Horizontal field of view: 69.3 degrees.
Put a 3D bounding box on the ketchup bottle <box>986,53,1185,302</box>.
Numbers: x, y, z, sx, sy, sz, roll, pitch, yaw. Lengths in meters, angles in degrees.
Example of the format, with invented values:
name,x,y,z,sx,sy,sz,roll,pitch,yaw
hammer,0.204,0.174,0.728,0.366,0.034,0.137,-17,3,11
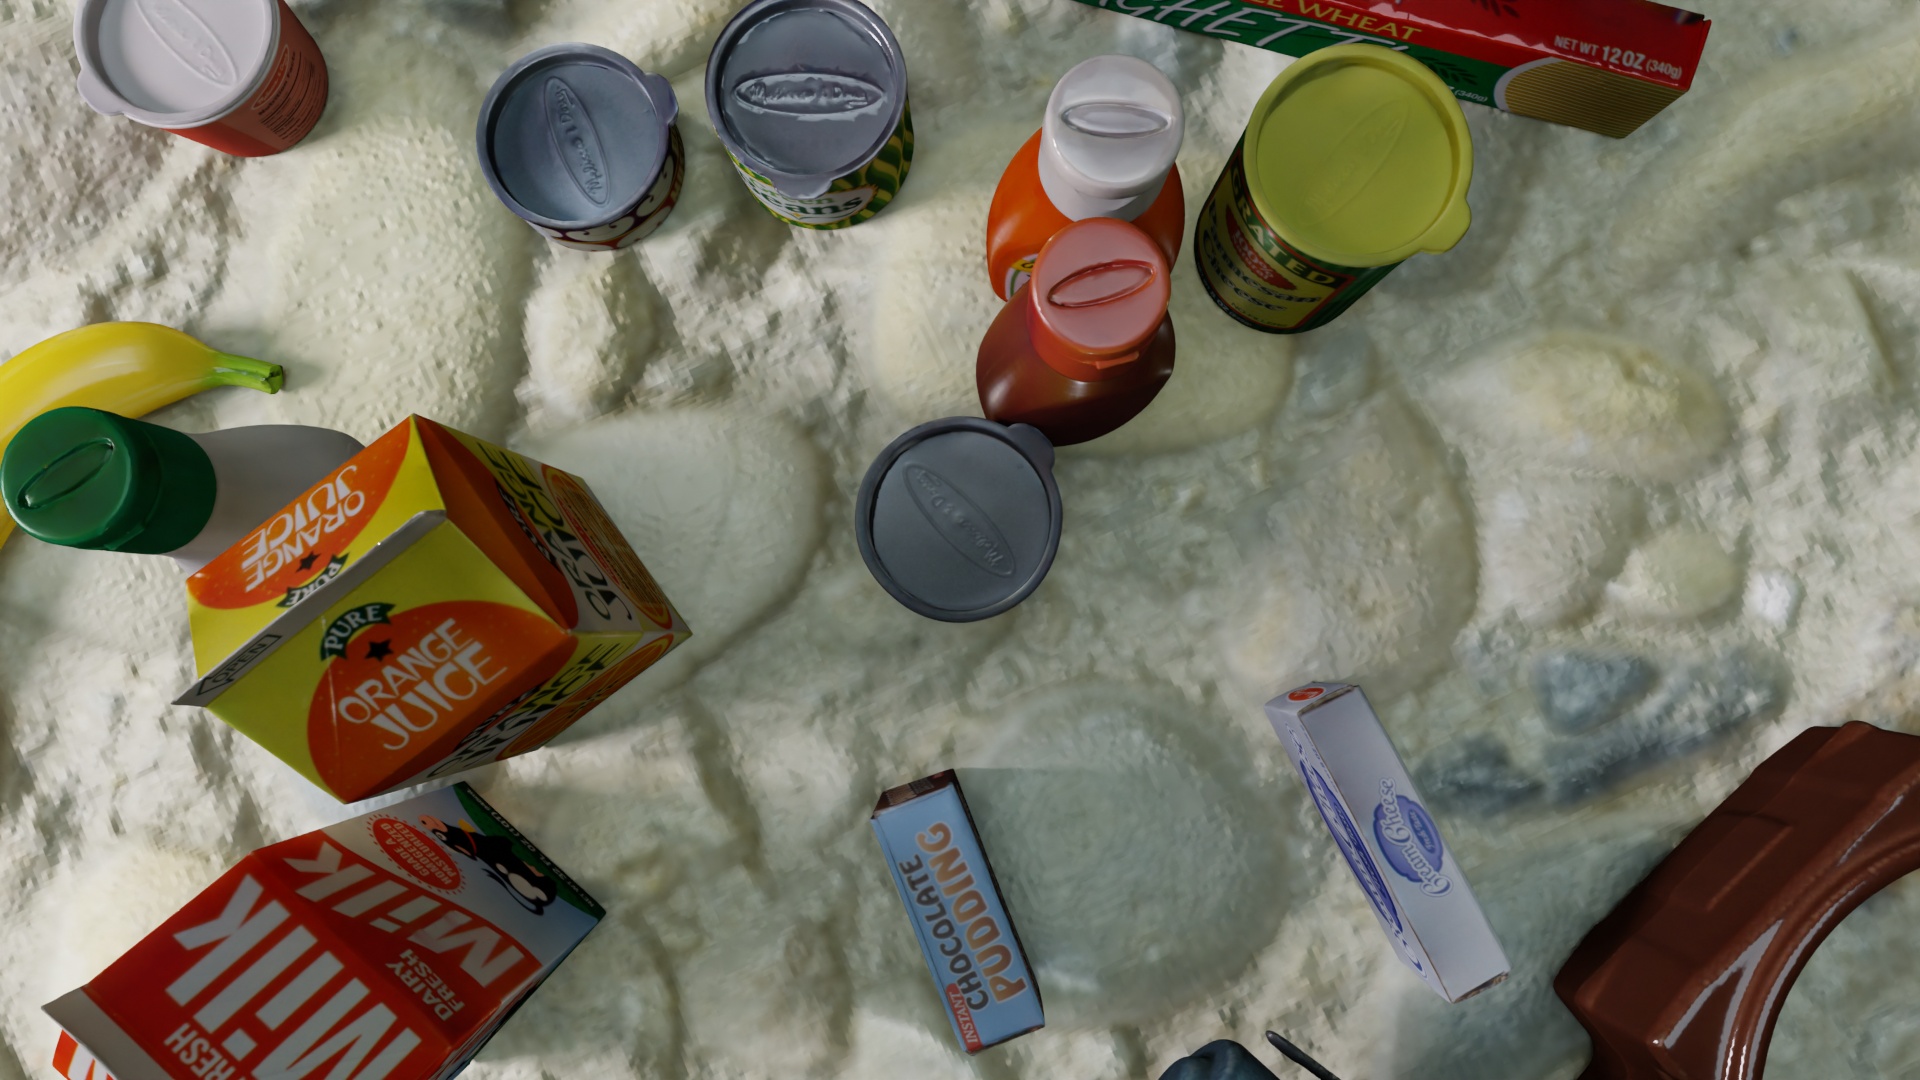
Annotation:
name,x,y,z,sx,sy,sz,roll,pitch,yaw
ketchup bottle,0.040,-0.104,0.429,0.065,0.148,0.043,3,87,1

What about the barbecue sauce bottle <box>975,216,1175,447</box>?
name,x,y,z,sx,sy,sz,roll,pitch,yaw
barbecue sauce bottle,0.037,-0.060,0.426,0.065,0.148,0.043,-15,86,0

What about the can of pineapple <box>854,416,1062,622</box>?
name,x,y,z,sx,sy,sz,roll,pitch,yaw
can of pineapple,0.002,-0.006,0.468,0.071,0.058,0.071,0,86,1

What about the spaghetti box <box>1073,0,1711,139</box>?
name,x,y,z,sx,sy,sz,roll,pitch,yaw
spaghetti box,0.124,-0.191,0.484,0.250,0.050,0.028,15,87,2

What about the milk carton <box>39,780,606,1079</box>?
name,x,y,z,sx,sy,sz,roll,pitch,yaw
milk carton,-0.173,0.129,0.393,0.072,0.190,0.073,42,88,3

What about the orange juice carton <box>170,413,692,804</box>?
name,x,y,z,sx,sy,sz,roll,pitch,yaw
orange juice carton,-0.144,0.020,0.400,0.072,0.192,0.073,-37,87,-2

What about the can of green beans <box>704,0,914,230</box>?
name,x,y,z,sx,sy,sz,roll,pitch,yaw
can of green beans,-0.050,-0.146,0.478,0.071,0.058,0.071,0,86,1

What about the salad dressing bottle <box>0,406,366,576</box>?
name,x,y,z,sx,sy,sz,roll,pitch,yaw
salad dressing bottle,-0.225,-0.012,0.425,0.064,0.147,0.044,-34,87,-1

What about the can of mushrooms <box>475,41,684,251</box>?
name,x,y,z,sx,sy,sz,roll,pitch,yaw
can of mushrooms,-0.130,-0.138,0.491,0.071,0.033,0.071,0,86,1

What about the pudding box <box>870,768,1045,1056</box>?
name,x,y,z,sx,sy,sz,roll,pitch,yaw
pudding box,-0.001,0.121,0.463,0.030,0.049,0.083,-22,86,-1

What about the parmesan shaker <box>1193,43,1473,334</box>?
name,x,y,z,sx,sy,sz,roll,pitch,yaw
parmesan shaker,0.117,-0.106,0.451,0.071,0.103,0.071,0,86,1

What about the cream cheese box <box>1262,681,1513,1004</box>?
name,x,y,z,sx,sy,sz,roll,pitch,yaw
cream cheese box,0.140,0.096,0.461,0.024,0.053,0.104,-28,86,-1

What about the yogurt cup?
name,x,y,z,sx,sy,sz,roll,pitch,yaw
yogurt cup,-0.259,-0.168,0.484,0.072,0.054,0.072,0,86,1
